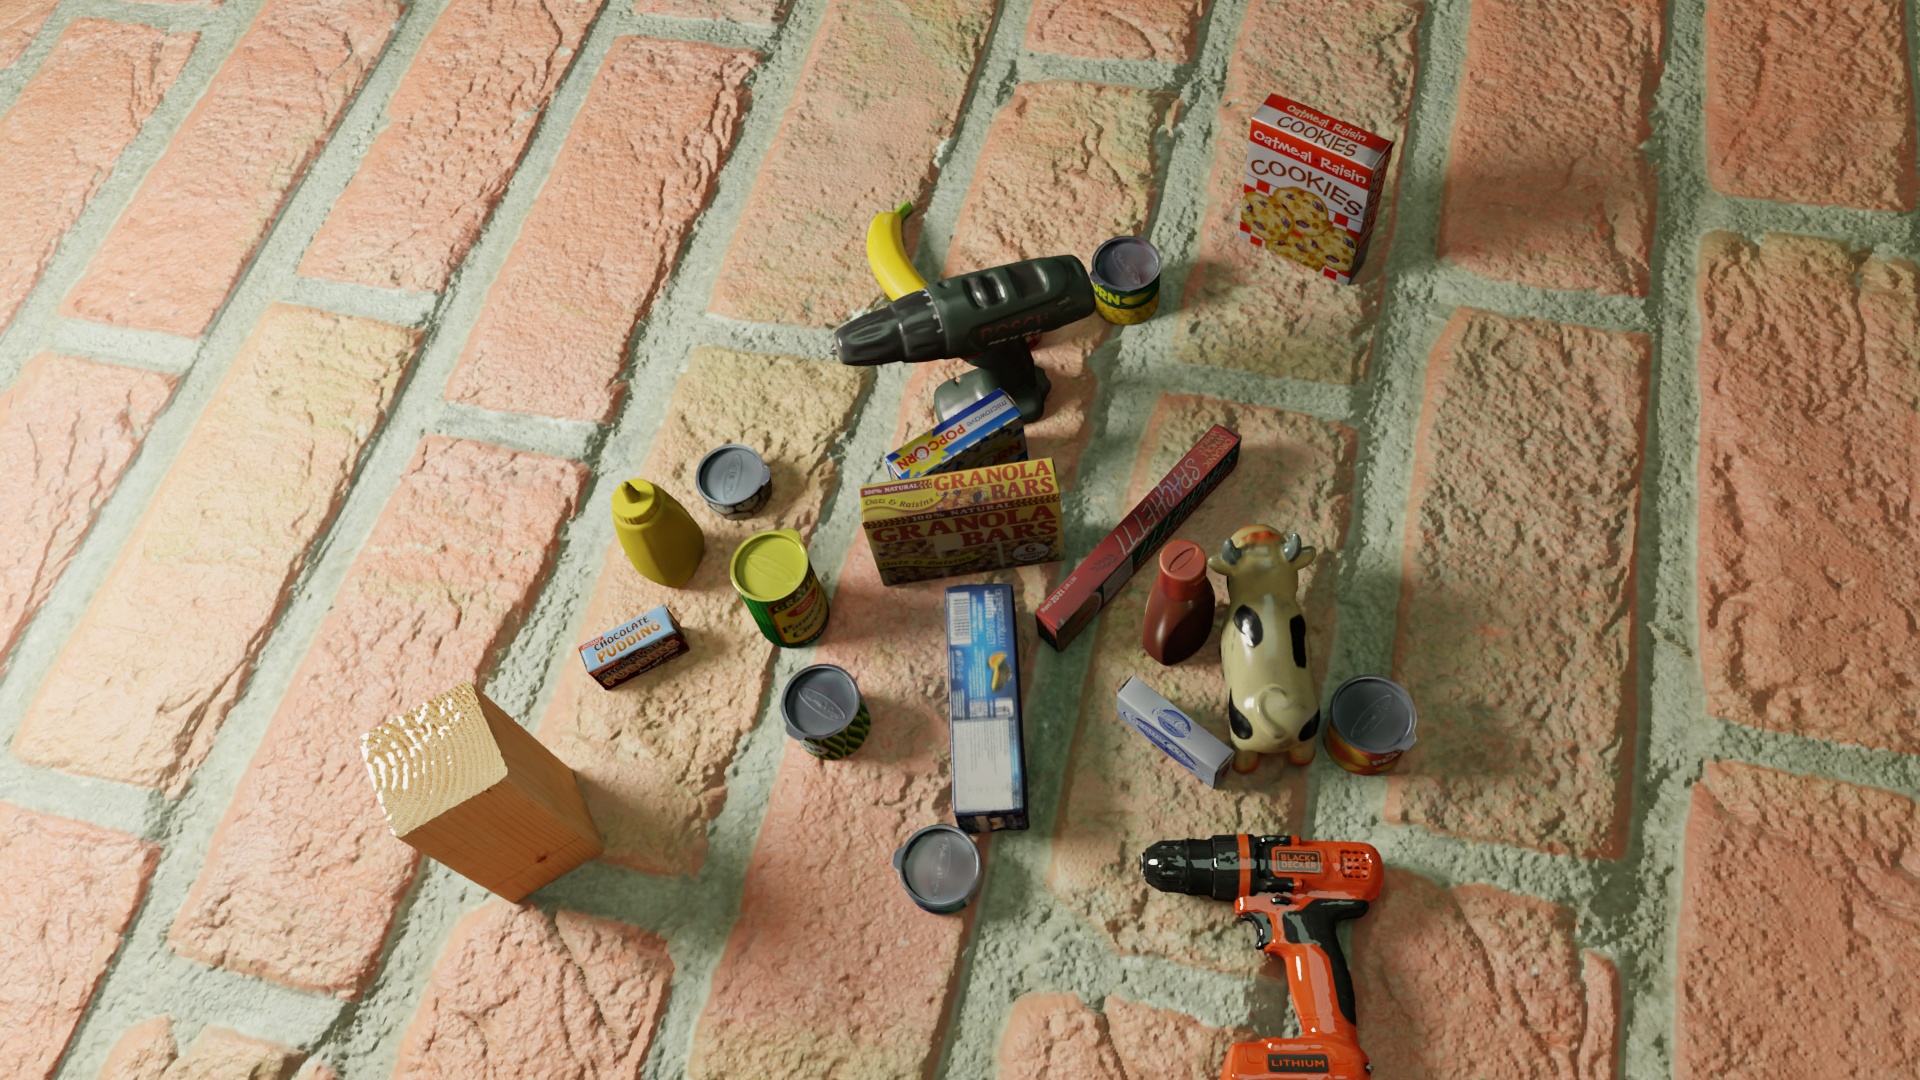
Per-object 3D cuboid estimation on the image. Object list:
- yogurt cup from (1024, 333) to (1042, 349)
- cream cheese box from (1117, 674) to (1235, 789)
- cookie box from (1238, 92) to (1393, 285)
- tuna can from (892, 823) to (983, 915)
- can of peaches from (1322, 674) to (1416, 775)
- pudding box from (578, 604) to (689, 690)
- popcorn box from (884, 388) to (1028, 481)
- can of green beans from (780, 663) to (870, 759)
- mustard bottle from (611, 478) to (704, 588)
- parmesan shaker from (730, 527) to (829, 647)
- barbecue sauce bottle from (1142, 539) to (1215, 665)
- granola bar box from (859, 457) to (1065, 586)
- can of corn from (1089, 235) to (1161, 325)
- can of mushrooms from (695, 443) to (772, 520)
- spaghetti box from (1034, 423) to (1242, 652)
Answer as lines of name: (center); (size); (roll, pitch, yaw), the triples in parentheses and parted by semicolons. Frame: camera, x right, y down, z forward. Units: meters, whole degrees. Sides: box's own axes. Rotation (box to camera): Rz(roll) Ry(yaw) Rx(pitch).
yogurt cup: (0.051, -0.216, 1.340); (0.072, 0.053, 0.073); (-3, 62, 5)
cream cheese box: (0.173, 0.156, 1.128); (0.104, 0.053, 0.024); (37, 72, 22)
cookie box: (0.329, -0.328, 1.303); (0.123, 0.166, 0.040); (30, 70, 20)
tuna can: (-0.017, 0.262, 1.105); (0.071, 0.032, 0.071); (-3, 62, 5)
can of peaches: (0.328, 0.150, 1.111); (0.071, 0.057, 0.071); (-3, 62, 5)
pudding box: (-0.285, 0.094, 1.216); (0.084, 0.049, 0.030); (-26, 62, -7)
popcorn box: (-0.002, -0.072, 1.252); (0.127, 0.085, 0.038); (-32, 63, -10)
can of green beans: (-0.112, 0.144, 1.165); (0.071, 0.057, 0.071); (-3, 62, 5)
mustard bottle: (-0.269, -0.015, 1.210); (0.049, 0.159, 0.065); (21, 67, 17)
parmesan shaker: (-0.152, 0.042, 1.198); (0.071, 0.102, 0.071); (-3, 62, 5)
barbecue sauce bottle: (0.179, 0.049, 1.130); (0.065, 0.148, 0.044); (-38, 65, -13)
granola bar box: (0.004, -0.015, 1.199); (0.166, 0.123, 0.039); (-8, 62, 2)
can of corn: (0.158, -0.250, 1.343); (0.071, 0.058, 0.071); (-3, 62, 5)
can of mushrooms: (-0.209, -0.054, 1.296); (0.071, 0.033, 0.071); (-3, 62, 5)
spaghetti box: (0.158, -0.005, 1.217); (0.029, 0.050, 0.251); (38, 72, 23)
